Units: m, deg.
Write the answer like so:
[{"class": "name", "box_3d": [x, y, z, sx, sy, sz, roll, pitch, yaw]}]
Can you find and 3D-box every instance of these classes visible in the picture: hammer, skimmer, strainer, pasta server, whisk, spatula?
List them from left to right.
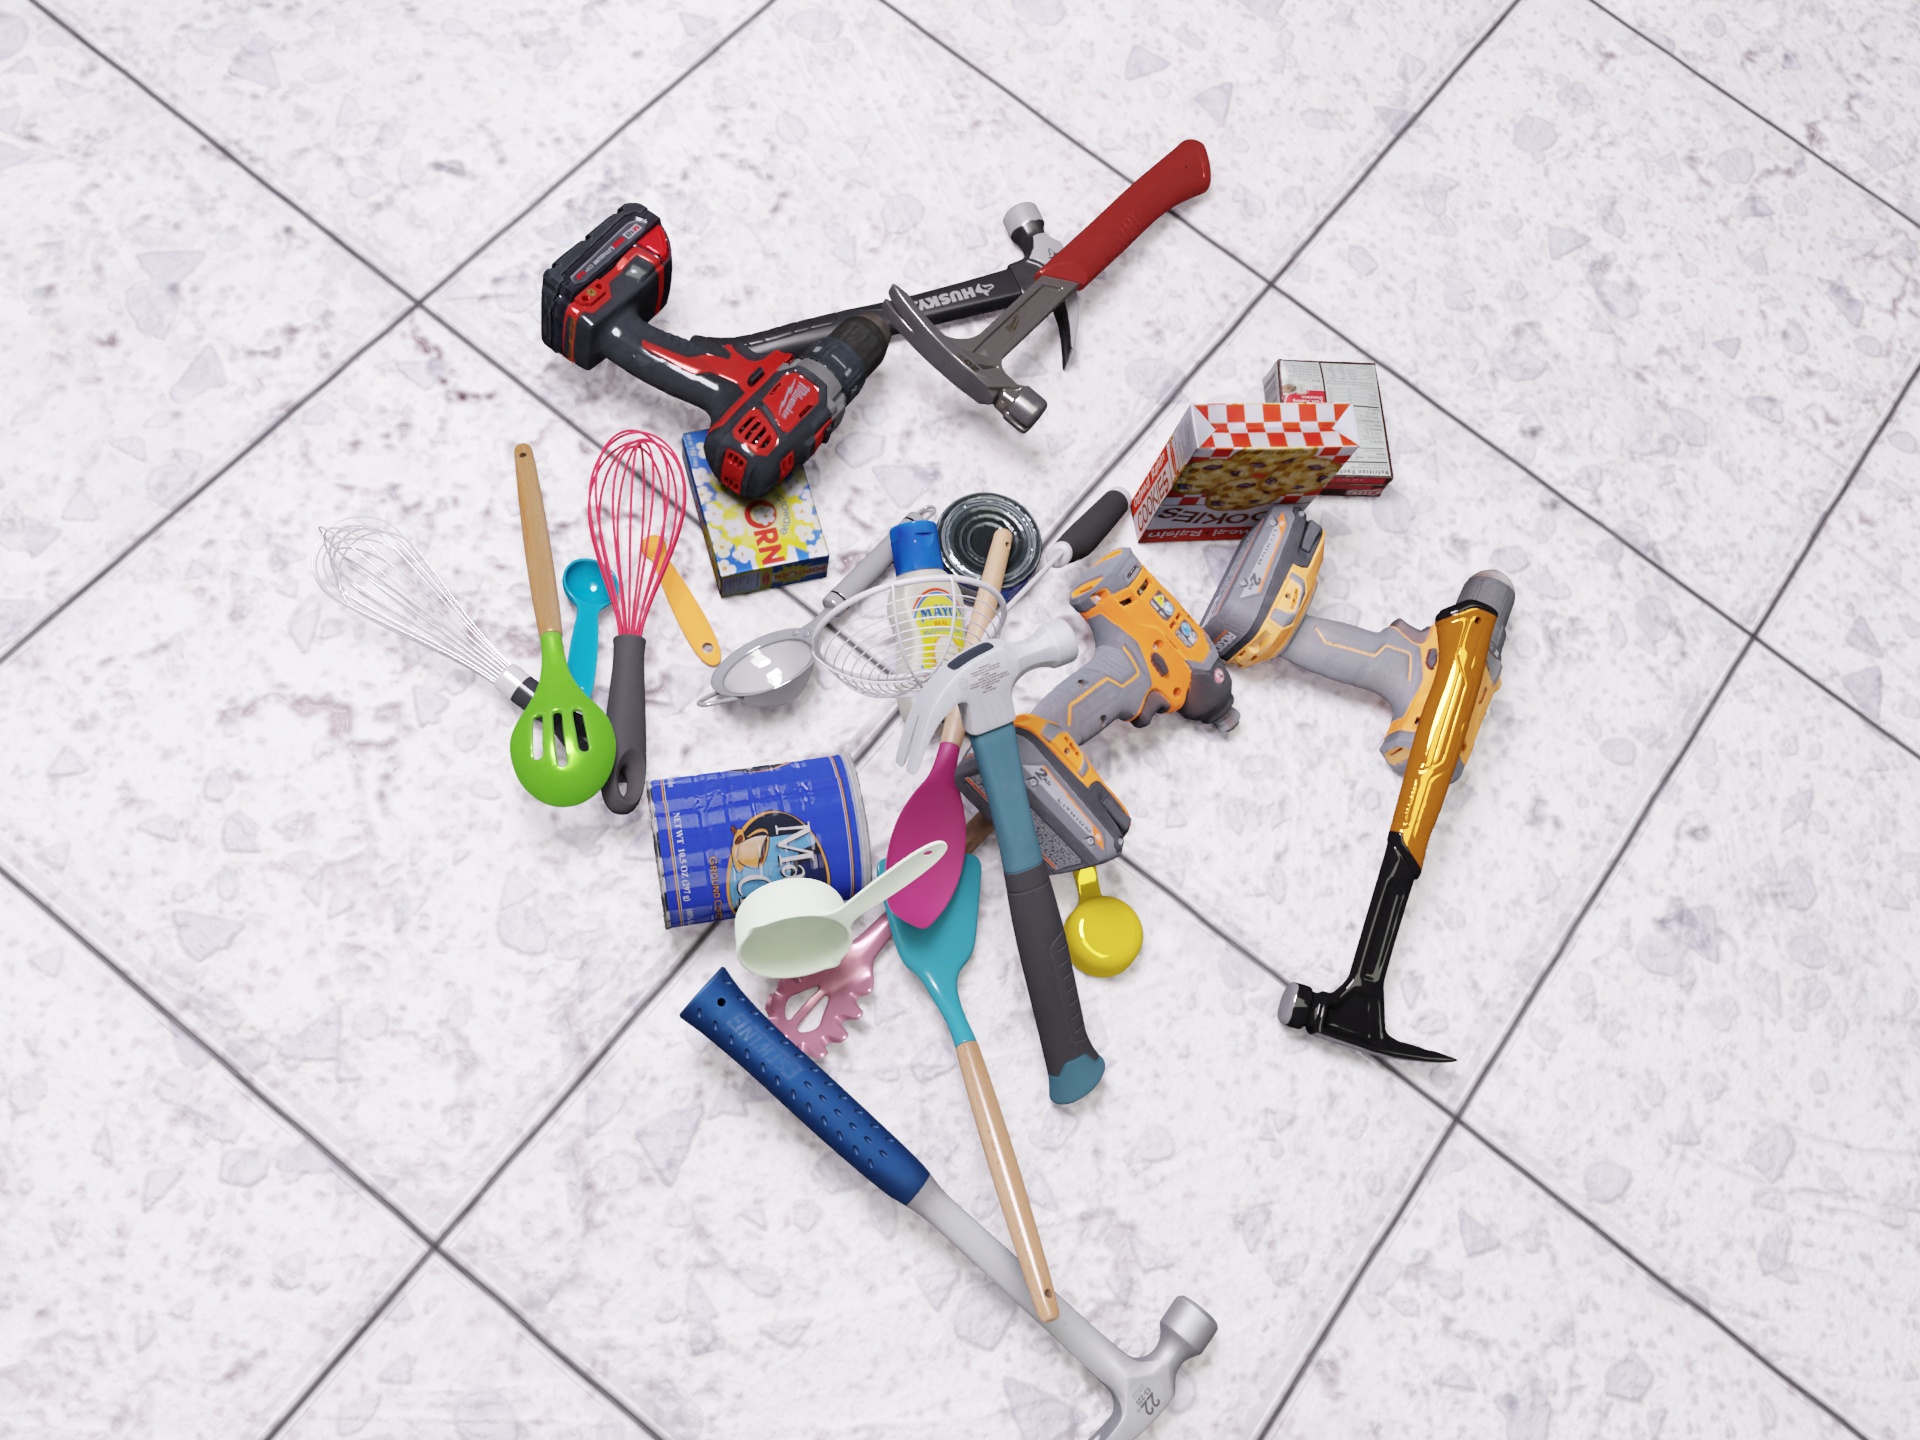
[{"class": "whisk", "box_3d": [-0.343, -0.048, 1.128, 0.284, 0.070, 0.070, 38, 69, 1]}, {"class": "whisk", "box_3d": [-0.237, -0.075, 1.138, 0.073, 0.073, 0.296, 1, 71, -8]}, {"class": "strainer", "box_3d": [-0.097, -0.080, 1.187, 0.087, 0.050, 0.258, 14, 53, 44]}, {"class": "hammer", "box_3d": [-0.062, -0.318, 1.282, 0.334, 0.035, 0.146, -18, 73, -15]}, {"class": "hammer", "box_3d": [-0.023, 0.316, 1.030, 0.405, 0.035, 0.144, 42, 70, -1]}, {"class": "pasta server", "box_3d": [-0.023, 0.116, 1.128, 0.060, 0.040, 0.316, 46, 69, -3]}, {"class": "spatula", "box_3d": [0.014, 0.233, 1.046, 0.082, 0.044, 0.318, 1, 53, -29]}, {"class": "skimmer", "box_3d": [0.027, -0.116, 1.127, 0.090, 0.127, 0.363, 49, 40, -4]}, {"class": "hammer", "box_3d": [0.046, 0.106, 1.044, 0.128, 0.033, 0.330, -20, 111, -17]}, {"class": "hammer", "box_3d": [0.093, -0.382, 1.294, 0.149, 0.036, 0.359, 42, 59, -1]}, {"class": "hammer", "box_3d": [0.336, 0.077, 1.153, 0.127, 0.034, 0.337, 17, 85, -2]}]

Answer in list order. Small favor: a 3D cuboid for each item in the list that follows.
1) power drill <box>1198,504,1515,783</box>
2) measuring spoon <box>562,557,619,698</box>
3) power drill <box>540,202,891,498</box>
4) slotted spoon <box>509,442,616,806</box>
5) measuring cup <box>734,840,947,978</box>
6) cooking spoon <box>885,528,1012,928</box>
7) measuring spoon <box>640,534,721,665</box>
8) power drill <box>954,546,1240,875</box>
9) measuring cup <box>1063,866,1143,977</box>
[{"class": "power drill", "box_3d": [0.317, -0.078, 1.231, 0.226, 0.084, 0.185, 30, 69, -2]}, {"class": "measuring spoon", "box_3d": [-0.274, -0.060, 1.152, 0.042, 0.021, 0.129, 14, 57, -25]}, {"class": "power drill", "box_3d": [-0.179, -0.288, 1.195, 0.227, 0.080, 0.188, 36, 61, 4]}, {"class": "slotted spoon", "box_3d": [-0.296, -0.079, 1.129, 0.070, 0.031, 0.314, -11, 58, -9]}, {"class": "measuring cup", "box_3d": [-0.077, 0.110, 1.028, 0.167, 0.083, 0.038, -35, 48, 21]}, {"class": "cooking spoon", "box_3d": [-0.002, -0.004, 1.136, 0.068, 0.017, 0.319, 35, 58, -35]}, {"class": "measuring spoon", "box_3d": [-0.208, -0.091, 1.188, 0.021, 0.011, 0.117, -25, 76, -17]}, {"class": "power drill", "box_3d": [0.112, 0.003, 1.150, 0.164, 0.084, 0.226, 46, 58, -15]}, {"class": "measuring cup", "box_3d": [0.093, 0.107, 1.153, 0.062, 0.029, 0.157, -8, 72, -12]}]
